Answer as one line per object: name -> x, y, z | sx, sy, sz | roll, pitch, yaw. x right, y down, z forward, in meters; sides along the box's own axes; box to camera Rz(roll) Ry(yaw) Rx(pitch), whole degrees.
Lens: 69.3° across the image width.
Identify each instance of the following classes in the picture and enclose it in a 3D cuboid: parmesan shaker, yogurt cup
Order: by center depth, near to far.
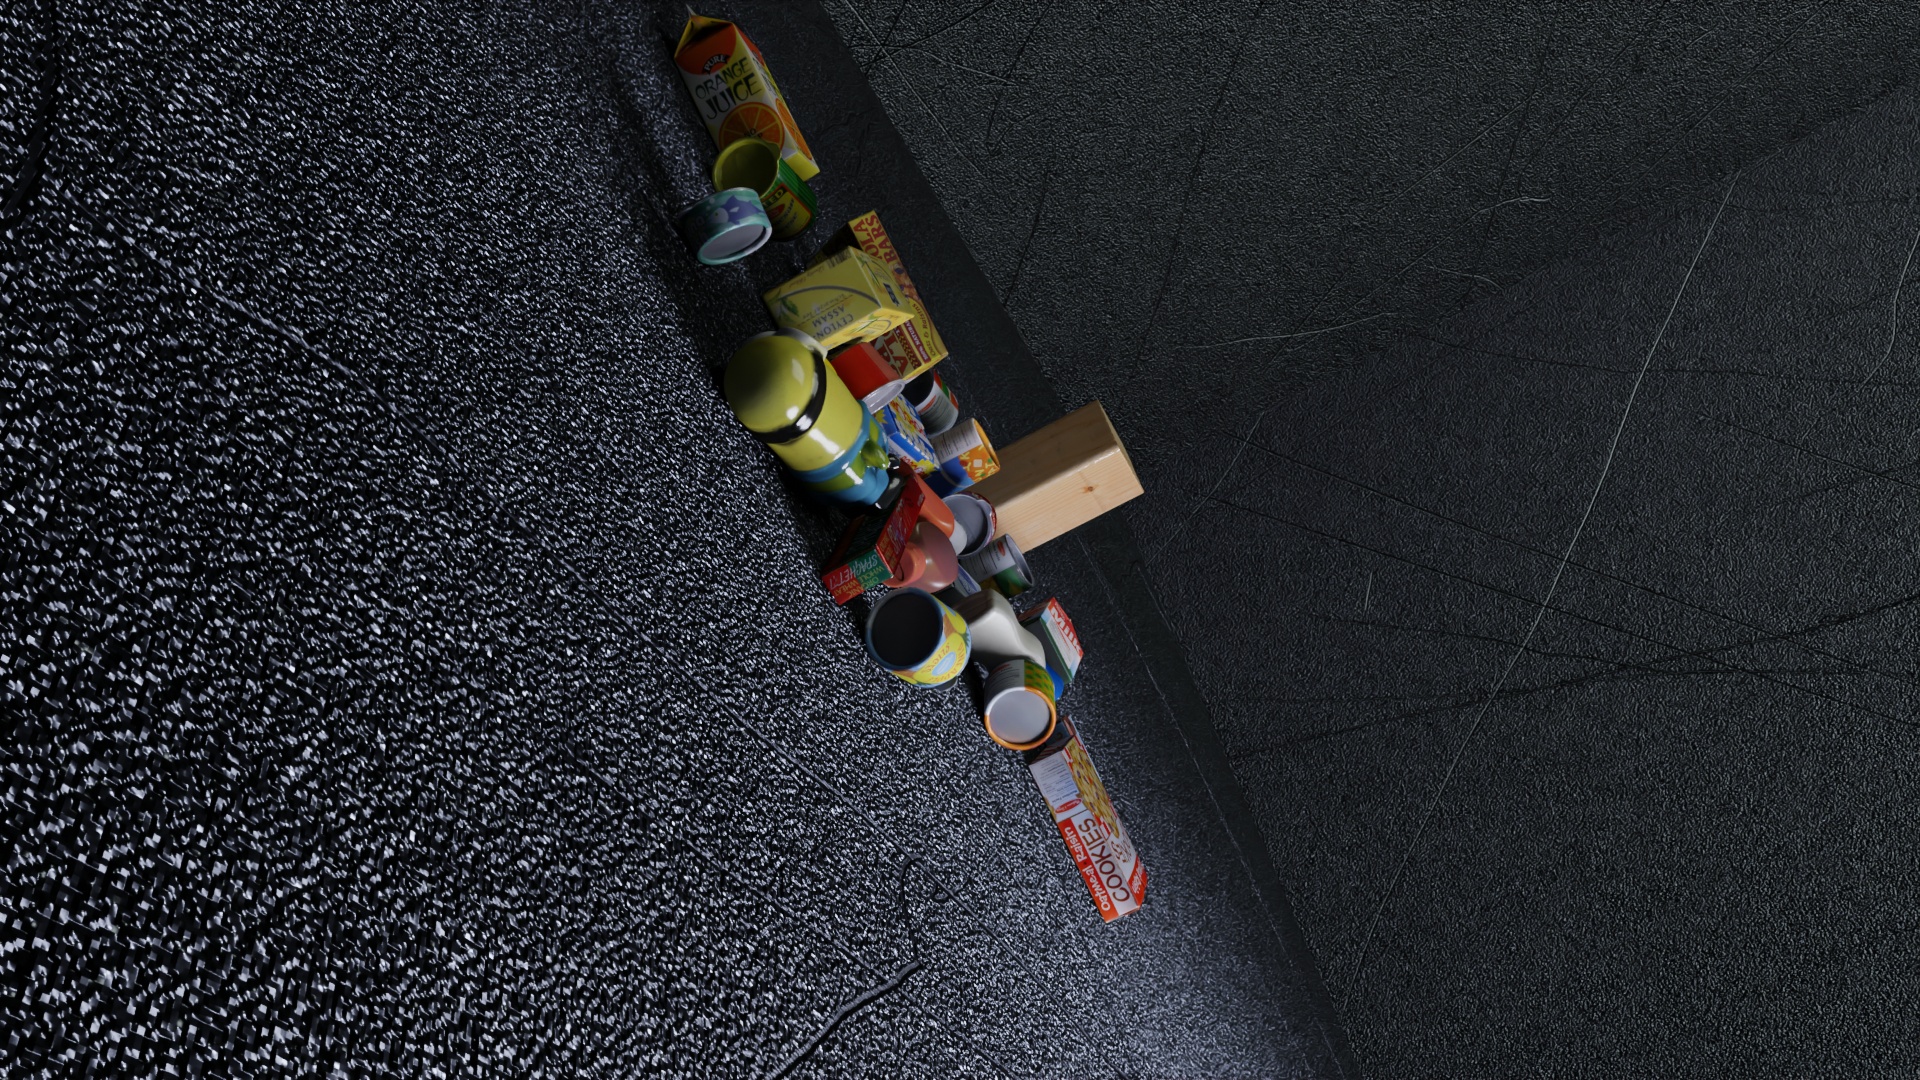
yogurt cup -> -0.095, -0.152, 1.320 | 0.054, 0.072, 0.072 | 56, 9, 6
parmesan shaker -> -0.182, -0.333, 1.323 | 0.071, 0.071, 0.103 | 66, 11, 15

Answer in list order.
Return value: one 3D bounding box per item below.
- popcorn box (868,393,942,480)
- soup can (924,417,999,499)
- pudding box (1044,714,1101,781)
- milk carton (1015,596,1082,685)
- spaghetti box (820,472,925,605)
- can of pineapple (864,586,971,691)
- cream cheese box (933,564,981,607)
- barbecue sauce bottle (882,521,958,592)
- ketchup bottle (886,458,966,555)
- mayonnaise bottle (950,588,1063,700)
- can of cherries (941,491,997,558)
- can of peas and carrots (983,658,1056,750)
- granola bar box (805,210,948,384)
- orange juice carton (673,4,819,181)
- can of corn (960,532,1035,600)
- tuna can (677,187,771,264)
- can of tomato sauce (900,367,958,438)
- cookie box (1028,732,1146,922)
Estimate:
popcorn box -> -0.070, -0.116, 1.415 | 0.085, 0.038, 0.126 | 66, 11, 23
soup can -> -0.007, -0.085, 1.515 | 0.071, 0.083, 0.071 | 60, 10, -18
pudding box -> 0.118, 0.230, 1.480 | 0.084, 0.030, 0.050 | 64, 11, 6
milk carton -> 0.079, 0.114, 1.471 | 0.073, 0.072, 0.191 | 63, 11, -1
spaghetti box -> -0.067, -0.006, 1.123 | 0.028, 0.050, 0.251 | 60, 11, -11
can of pineapple -> -0.031, 0.075, 1.048 | 0.057, 0.071, 0.071 | 40, 24, -63
cream cheese box -> -0.002, 0.050, 1.365 | 0.103, 0.024, 0.053 | 48, 18, -53
barbecue sauce bottle -> -0.040, 0.017, 1.216 | 0.065, 0.043, 0.149 | 63, 11, 3
ketchup bottle -> -0.035, -0.026, 1.340 | 0.065, 0.043, 0.148 | 60, 7, 30
mayonnaise bottle -> 0.046, 0.106, 1.316 | 0.147, 0.064, 0.041 | 46, 23, -39
can of cherries -> 0.005, -0.018, 1.441 | 0.071, 0.071, 0.058 | 63, 10, 0
can of peas and carrots -> 0.056, 0.152, 1.274 | 0.071, 0.071, 0.059 | 60, 11, -17
granola bar box -> -0.090, -0.244, 1.457 | 0.165, 0.039, 0.124 | 62, -28, -2
orange juice carton -> -0.223, -0.445, 1.400 | 0.193, 0.073, 0.072 | 63, 10, 6
can of corn -> 0.041, 0.036, 1.515 | 0.071, 0.058, 0.071 | 59, 11, -18
tuna can -> -0.188, -0.250, 1.109 | 0.033, 0.071, 0.071 | 65, 10, 8
can of tomato sauce -> -0.047, -0.161, 1.562 | 0.071, 0.071, 0.083 | 68, 11, 26
cookie box -> 0.131, 0.282, 1.383 | 0.167, 0.040, 0.123 | 64, 10, 5
